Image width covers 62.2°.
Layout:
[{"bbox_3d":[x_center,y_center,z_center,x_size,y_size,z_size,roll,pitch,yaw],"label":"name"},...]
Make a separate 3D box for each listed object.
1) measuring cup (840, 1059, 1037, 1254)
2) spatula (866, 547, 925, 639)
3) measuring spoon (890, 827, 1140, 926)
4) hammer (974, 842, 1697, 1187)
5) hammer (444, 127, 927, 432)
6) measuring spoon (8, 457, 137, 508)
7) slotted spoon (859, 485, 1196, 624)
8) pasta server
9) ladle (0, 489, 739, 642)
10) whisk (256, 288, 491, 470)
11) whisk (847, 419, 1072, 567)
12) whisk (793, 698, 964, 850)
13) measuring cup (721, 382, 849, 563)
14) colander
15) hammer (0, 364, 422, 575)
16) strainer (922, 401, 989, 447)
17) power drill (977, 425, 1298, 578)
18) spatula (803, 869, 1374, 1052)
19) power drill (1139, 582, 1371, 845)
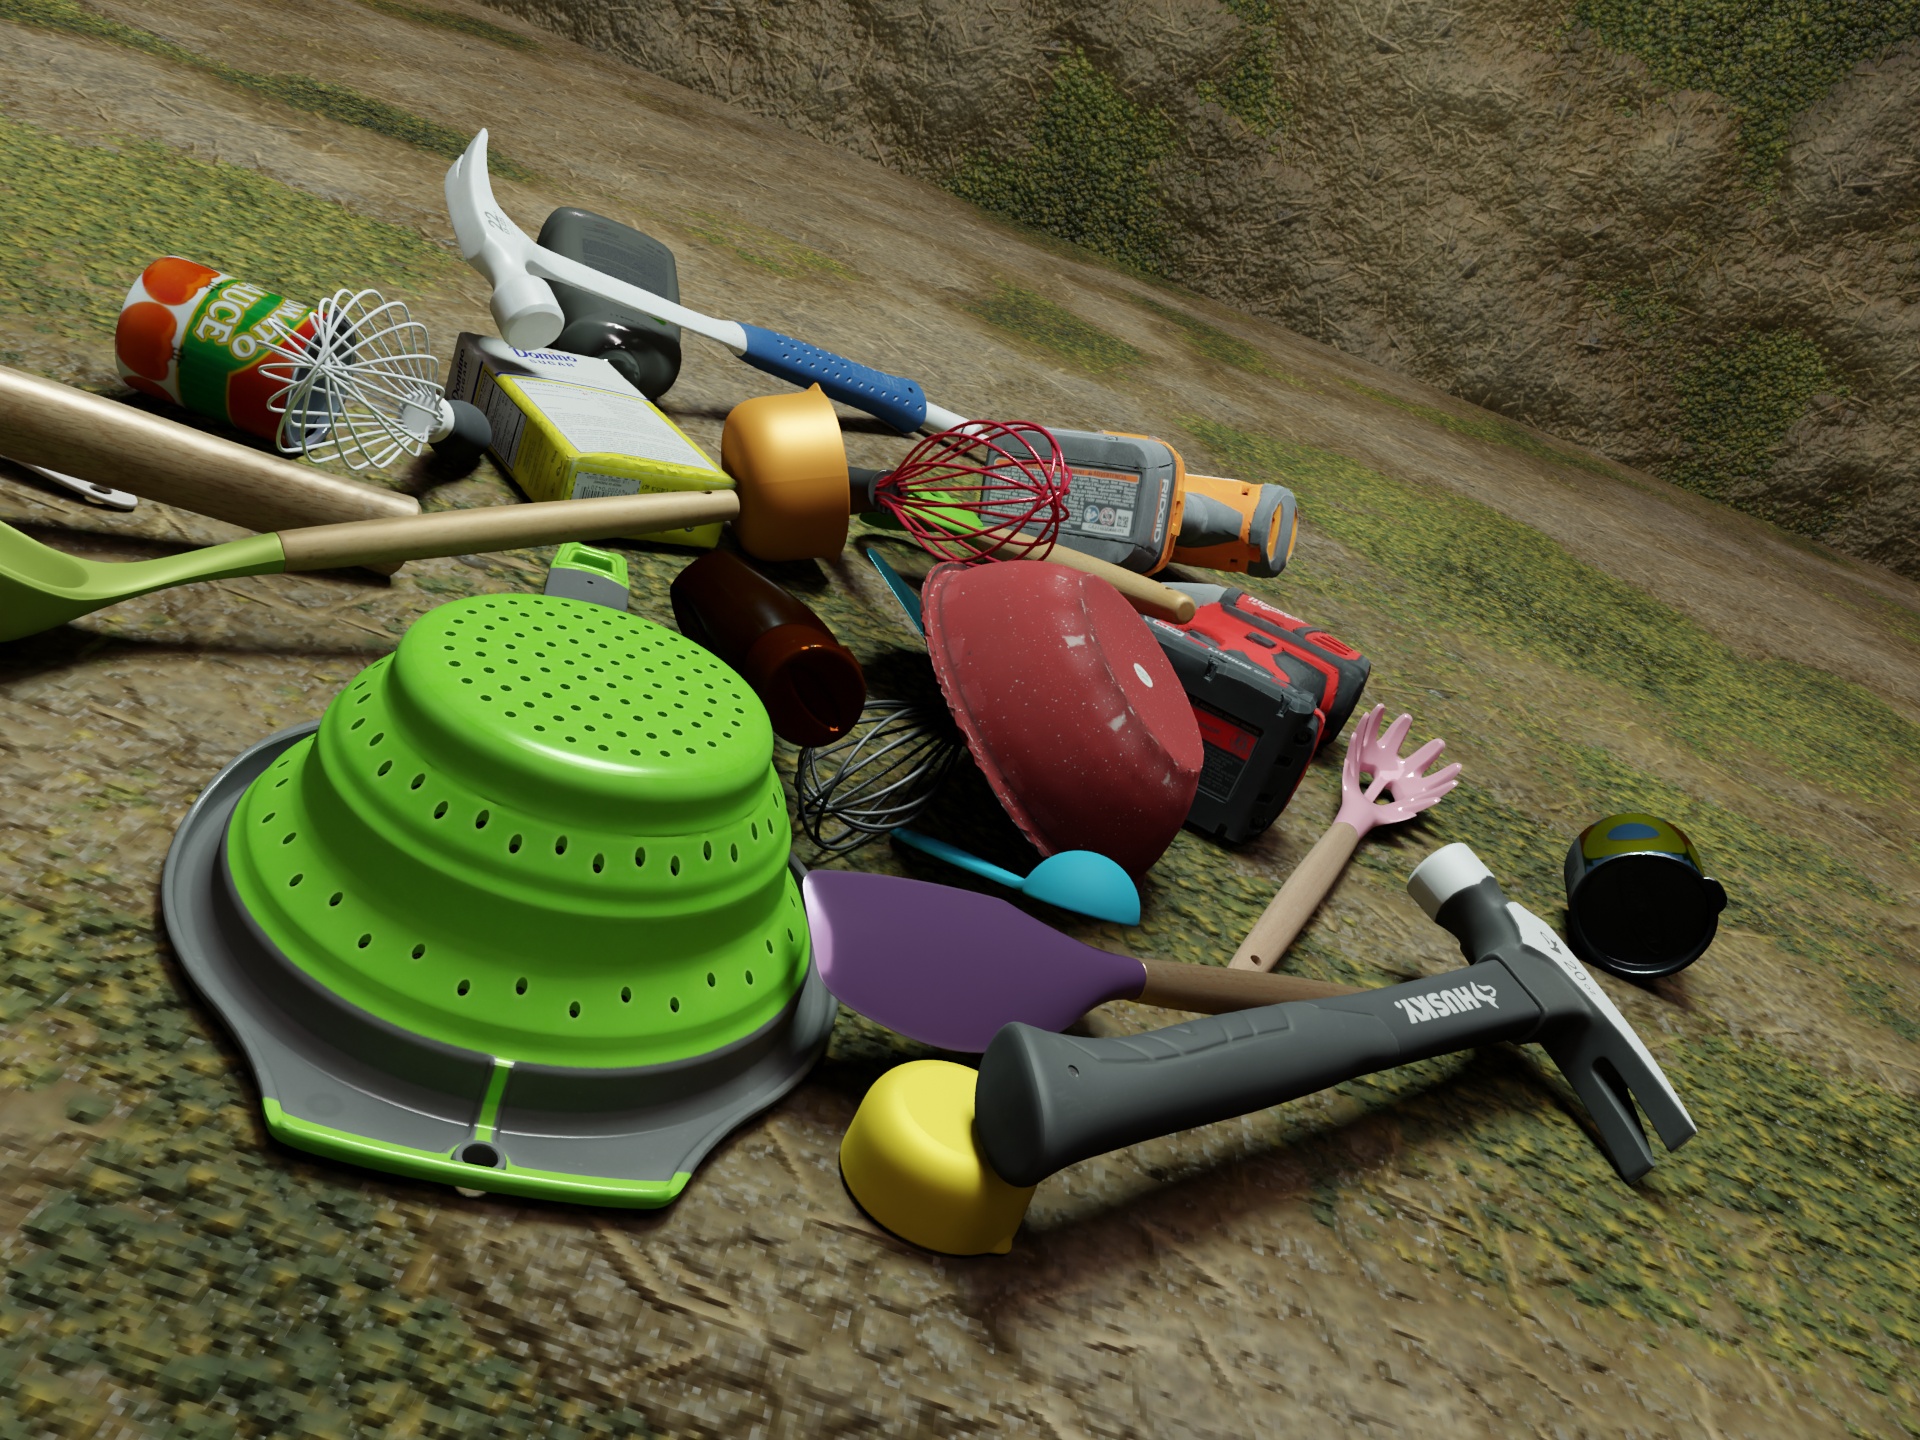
[{"bbox_3d":[0.028,0.116,0.494,0.062,0.029,0.156,37,29,30],"label":"measuring cup"},{"bbox_3d":[0.048,-0.056,0.867,0.082,0.044,0.317,56,31,13],"label":"spatula"},{"bbox_3d":[0.017,0.049,0.587,0.042,0.021,0.129,18,-1,-41],"label":"measuring spoon"},{"bbox_3d":[0.132,0.112,0.537,0.334,0.035,0.146,1,44,-45],"label":"hammer"},{"bbox_3d":[-0.152,-0.250,1.007,0.405,0.035,0.144,6,50,-57],"label":"hammer"},{"bbox_3d":[-0.391,-0.109,0.636,0.124,0.018,0.034,26,22,-8],"label":"measuring spoon"},{"bbox_3d":[0.029,-0.088,0.819,0.070,0.031,0.314,5,13,-28],"label":"slotted spoon"},{"bbox_3d":[0.178,0.057,0.746,0.060,0.040,0.316,40,28,12],"label":"pasta server"},{"bbox_3d":[-0.224,-0.076,0.585,0.320,0.062,0.078,-12,28,-35],"label":"ladle"},{"bbox_3d":[-0.240,-0.134,0.690,0.070,0.070,0.285,19,2,-8],"label":"whisk"},{"bbox_3d":[-0.029,-0.116,0.816,0.073,0.073,0.296,9,4,-29],"label":"whisk"},{"bbox_3d":[-0.002,-0.003,0.678,0.055,0.055,0.239,29,28,16],"label":"whisk"},{"bbox_3d":[-0.110,-0.133,0.873,0.052,0.095,0.174,-9,12,-21],"label":"measuring cup"},{"bbox_3d":[-0.132,-0.013,0.549,0.204,0.094,0.397,15,24,-16],"label":"colander"},{"bbox_3d":[-0.359,-0.114,0.572,0.331,0.130,0.031,18,21,-38],"label":"hammer"},{"bbox_3d":[0.014,-0.209,1.175,0.258,0.050,0.087,27,38,18],"label":"strainer"},{"bbox_3d":[0.101,-0.135,1.011,0.164,0.084,0.226,13,8,31],"label":"power drill"},{"bbox_3d":[0.079,0.096,0.559,0.315,0.018,0.060,13,47,-37],"label":"spatula"},{"bbox_3d":[0.132,-0.022,0.832,0.143,0.078,0.219,28,21,12],"label":"power drill"}]
